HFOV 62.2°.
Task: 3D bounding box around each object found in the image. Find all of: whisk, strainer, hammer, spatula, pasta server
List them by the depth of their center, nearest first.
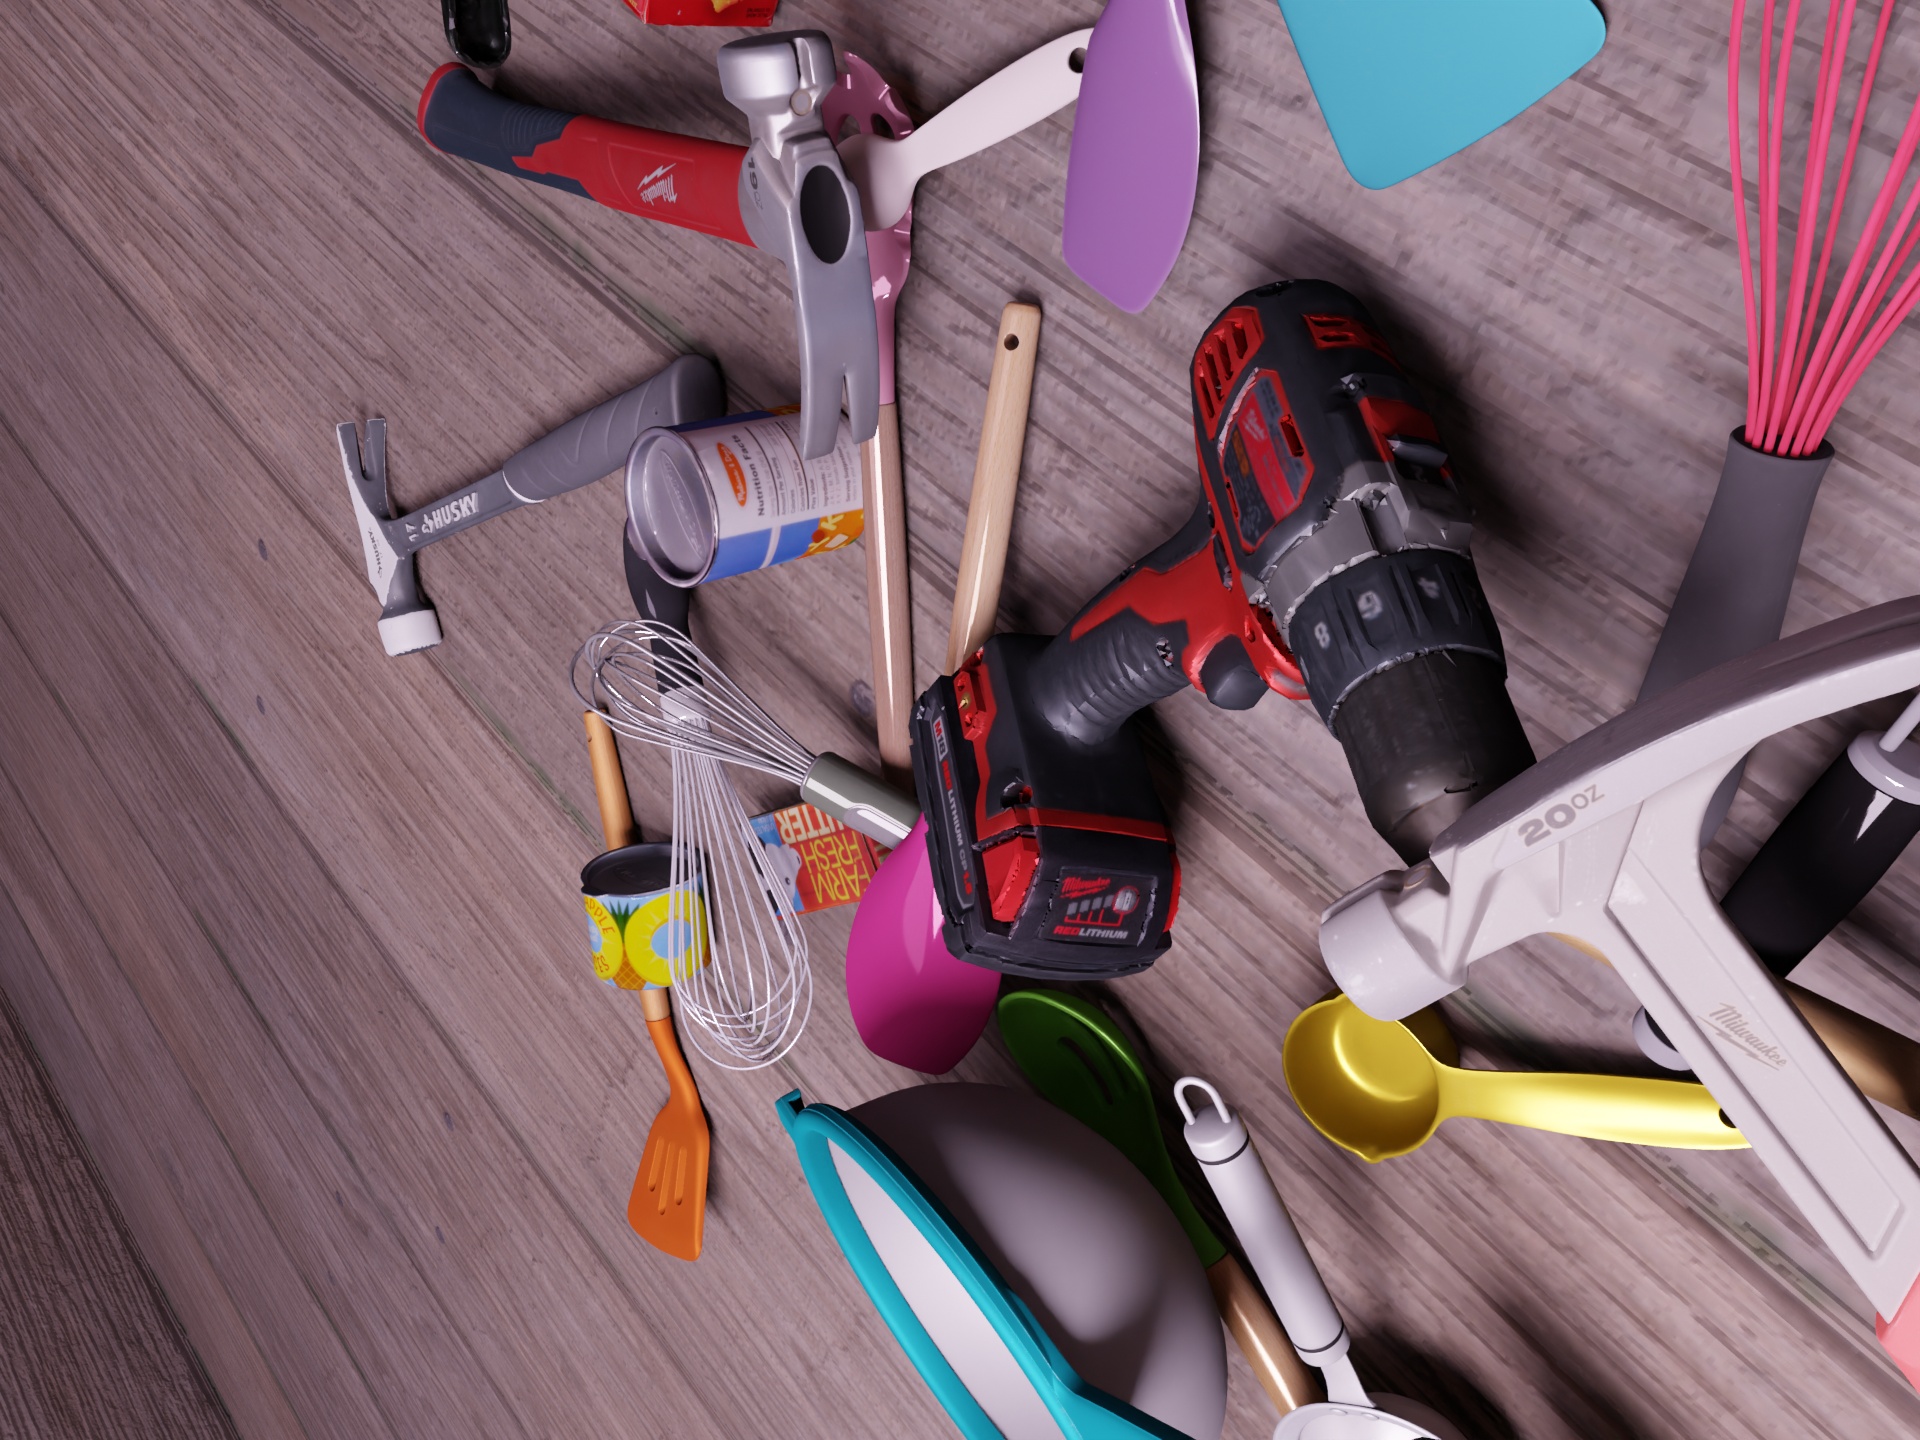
[{"bbox_3d":[0.245,0.147,0.355,0.149,0.037,0.359,-36,95,31],"label":"hammer"},{"bbox_3d":[0.199,-0.084,0.376,0.073,0.073,0.295,30,133,37],"label":"whisk"},{"bbox_3d":[0.063,-0.255,0.441,0.060,0.018,0.315,45,148,31],"label":"spatula"},{"bbox_3d":[0.083,-0.310,0.441,0.082,0.044,0.317,-23,83,51],"label":"spatula"},{"bbox_3d":[0.128,0.214,0.544,0.087,0.050,0.258,-8,120,37],"label":"strainer"},{"bbox_3d":[0.056,0.205,0.550,0.211,0.095,0.340,60,157,-5],"label":"strainer"},{"bbox_3d":[-0.036,-0.101,0.647,0.060,0.040,0.316,7,114,23],"label":"pasta server"},{"bbox_3d":[-0.152,-0.225,0.683,0.387,0.038,0.143,33,138,48],"label":"hammer"},{"bbox_3d":[-0.069,0.021,0.692,0.246,0.059,0.057,28,139,18],"label":"whisk"},{"bbox_3d":[-0.124,0.024,0.758,0.070,0.070,0.285,-35,64,49],"label":"whisk"},{"bbox_3d":[-0.249,-0.134,0.879,0.409,0.036,0.149,-9,98,49],"label":"hammer"},{"bbox_3d":[-0.187,0.152,0.920,0.081,0.041,0.322,4,107,48],"label":"spatula"}]

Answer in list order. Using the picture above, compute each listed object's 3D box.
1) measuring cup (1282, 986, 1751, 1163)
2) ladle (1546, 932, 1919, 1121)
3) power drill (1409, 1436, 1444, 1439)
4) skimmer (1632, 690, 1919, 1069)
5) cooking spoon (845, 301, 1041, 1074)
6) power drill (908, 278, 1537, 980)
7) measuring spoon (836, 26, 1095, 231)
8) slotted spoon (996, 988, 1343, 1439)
[{"bbox_3d":[0.180,0.115,0.509,0.156,0.029,0.062,-2,104,37],"label":"measuring cup"},{"bbox_3d":[0.250,0.098,0.381,0.316,0.031,0.069,28,137,28],"label":"ladle"},{"bbox_3d":[0.160,0.330,0.530,0.190,0.080,0.228,42,133,-1],"label":"power drill"},{"bbox_3d":[0.254,-0.043,0.351,0.127,0.090,0.363,40,142,25],"label":"skimmer"},{"bbox_3d":[-0.001,-0.002,0.626,0.069,0.017,0.318,15,108,18],"label":"cooking spoon"},{"bbox_3d":[0.075,0.003,0.492,0.226,0.080,0.188,-50,41,44],"label":"power drill"},{"bbox_3d":[0.000,-0.205,0.551,0.124,0.018,0.034,-19,107,32],"label":"measuring spoon"},{"bbox_3d":[0.113,0.236,0.627,0.314,0.031,0.070,57,146,12],"label":"slotted spoon"}]
